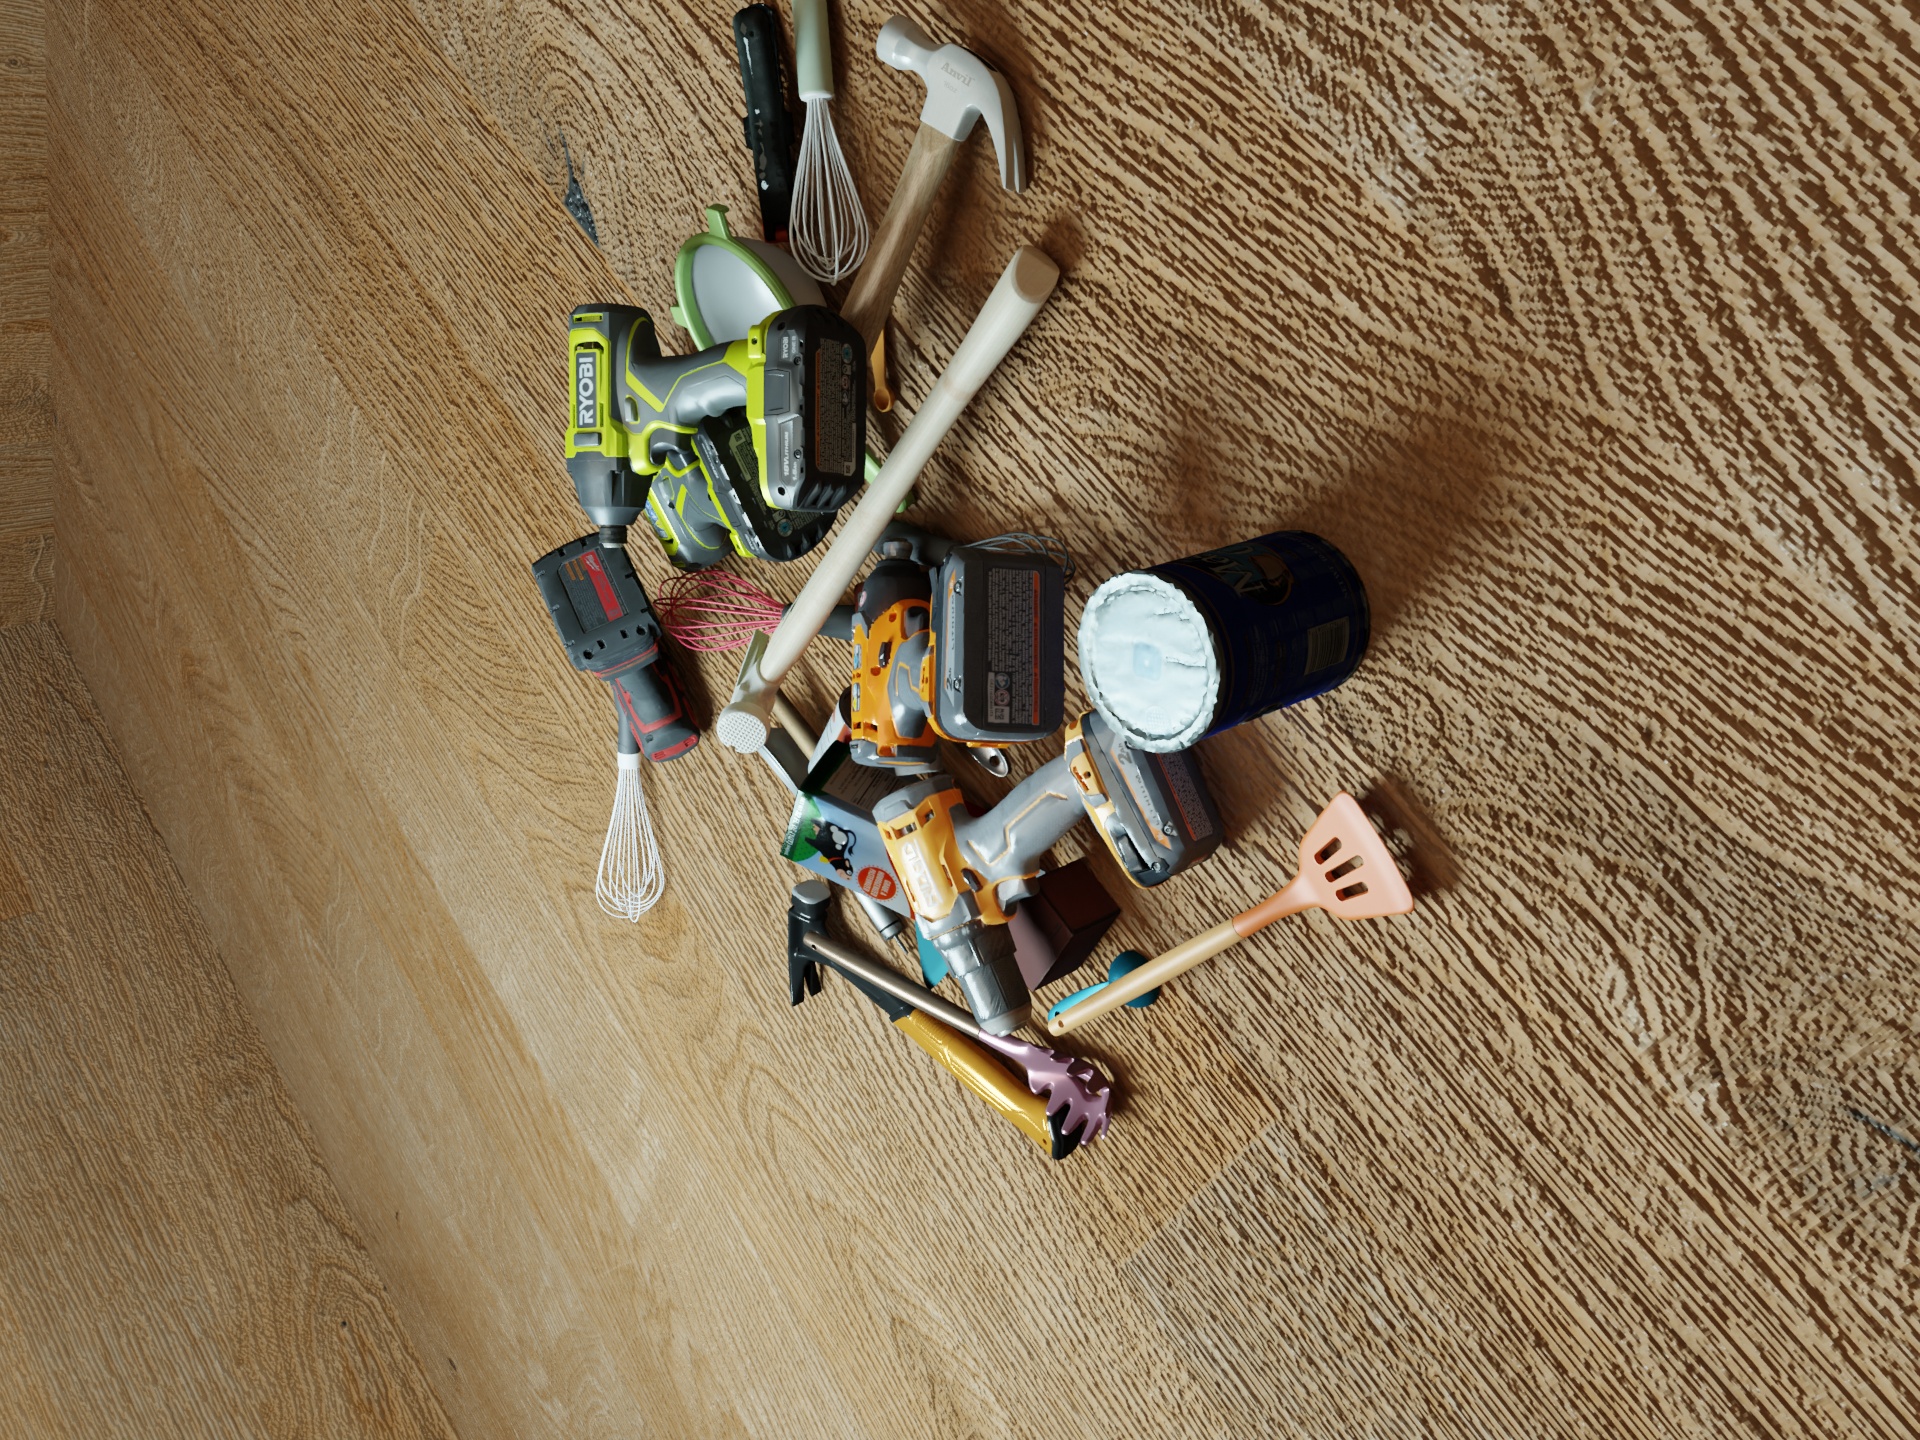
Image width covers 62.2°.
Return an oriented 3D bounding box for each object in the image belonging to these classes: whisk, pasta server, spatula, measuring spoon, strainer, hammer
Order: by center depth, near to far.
[{"bbox_3d":[0.160,0.146,1.035,0.322,0.041,0.081,-38,75,39],"label":"spatula"},{"bbox_3d":[-0.057,-0.294,1.090,0.130,0.031,0.331,36,118,17],"label":"hammer"},{"bbox_3d":[-0.056,-0.159,1.129,0.038,0.146,0.410,29,119,-14],"label":"hammer"},{"bbox_3d":[-0.102,-0.438,1.139,0.059,0.058,0.246,-147,51,-75],"label":"whisk"},{"bbox_3d":[-0.003,-0.121,1.143,0.239,0.055,0.055,21,119,49],"label":"whisk"},{"bbox_3d":[0.096,0.205,1.163,0.128,0.021,0.042,-39,74,47],"label":"measuring spoon"},{"bbox_3d":[-0.059,-0.287,1.173,0.021,0.011,0.117,8,106,50],"label":"measuring spoon"},{"bbox_3d":[-0.108,-0.270,1.202,0.256,0.069,0.151,49,152,0],"label":"strainer"},{"bbox_3d":[-0.002,-0.004,1.210,0.124,0.018,0.034,49,114,17],"label":"measuring spoon"},{"bbox_3d":[-0.008,0.236,1.249,0.316,0.040,0.060,23,126,31],"label":"pasta server"},{"bbox_3d":[-0.093,0.072,1.303,0.318,0.044,0.082,51,147,14],"label":"spatula"},{"bbox_3d":[-0.153,-0.087,1.320,0.296,0.073,0.073,8,110,41],"label":"whisk"},{"bbox_3d":[-0.030,0.262,1.320,0.337,0.034,0.127,31,129,37],"label":"hammer"},{"bbox_3d":[-0.114,0.089,1.352,0.258,0.050,0.087,56,171,9],"label":"strainer"},{"bbox_3d":[-0.330,0.069,1.587,0.070,0.070,0.284,21,115,44],"label":"whisk"}]

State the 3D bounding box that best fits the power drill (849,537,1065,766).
[{"bbox_3d":[-0.013,-0.054,1.062,0.226,0.084,0.164,170,101,-66],"label":"power drill"}]

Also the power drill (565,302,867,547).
[{"bbox_3d":[-0.179,-0.206,1.111,0.223,0.080,0.171,4,97,29],"label":"power drill"}]

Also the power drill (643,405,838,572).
[{"bbox_3d":[-0.208,-0.210,1.273,0.229,0.080,0.190,12,133,54],"label":"power drill"}]

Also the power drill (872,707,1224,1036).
[{"bbox_3d":[0.061,0.099,1.070,0.226,0.084,0.185,-27,81,30],"label":"power drill"}]

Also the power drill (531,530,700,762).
[{"bbox_3d":[-0.308,-0.081,1.429,0.188,0.080,0.226,62,172,23],"label":"power drill"}]
